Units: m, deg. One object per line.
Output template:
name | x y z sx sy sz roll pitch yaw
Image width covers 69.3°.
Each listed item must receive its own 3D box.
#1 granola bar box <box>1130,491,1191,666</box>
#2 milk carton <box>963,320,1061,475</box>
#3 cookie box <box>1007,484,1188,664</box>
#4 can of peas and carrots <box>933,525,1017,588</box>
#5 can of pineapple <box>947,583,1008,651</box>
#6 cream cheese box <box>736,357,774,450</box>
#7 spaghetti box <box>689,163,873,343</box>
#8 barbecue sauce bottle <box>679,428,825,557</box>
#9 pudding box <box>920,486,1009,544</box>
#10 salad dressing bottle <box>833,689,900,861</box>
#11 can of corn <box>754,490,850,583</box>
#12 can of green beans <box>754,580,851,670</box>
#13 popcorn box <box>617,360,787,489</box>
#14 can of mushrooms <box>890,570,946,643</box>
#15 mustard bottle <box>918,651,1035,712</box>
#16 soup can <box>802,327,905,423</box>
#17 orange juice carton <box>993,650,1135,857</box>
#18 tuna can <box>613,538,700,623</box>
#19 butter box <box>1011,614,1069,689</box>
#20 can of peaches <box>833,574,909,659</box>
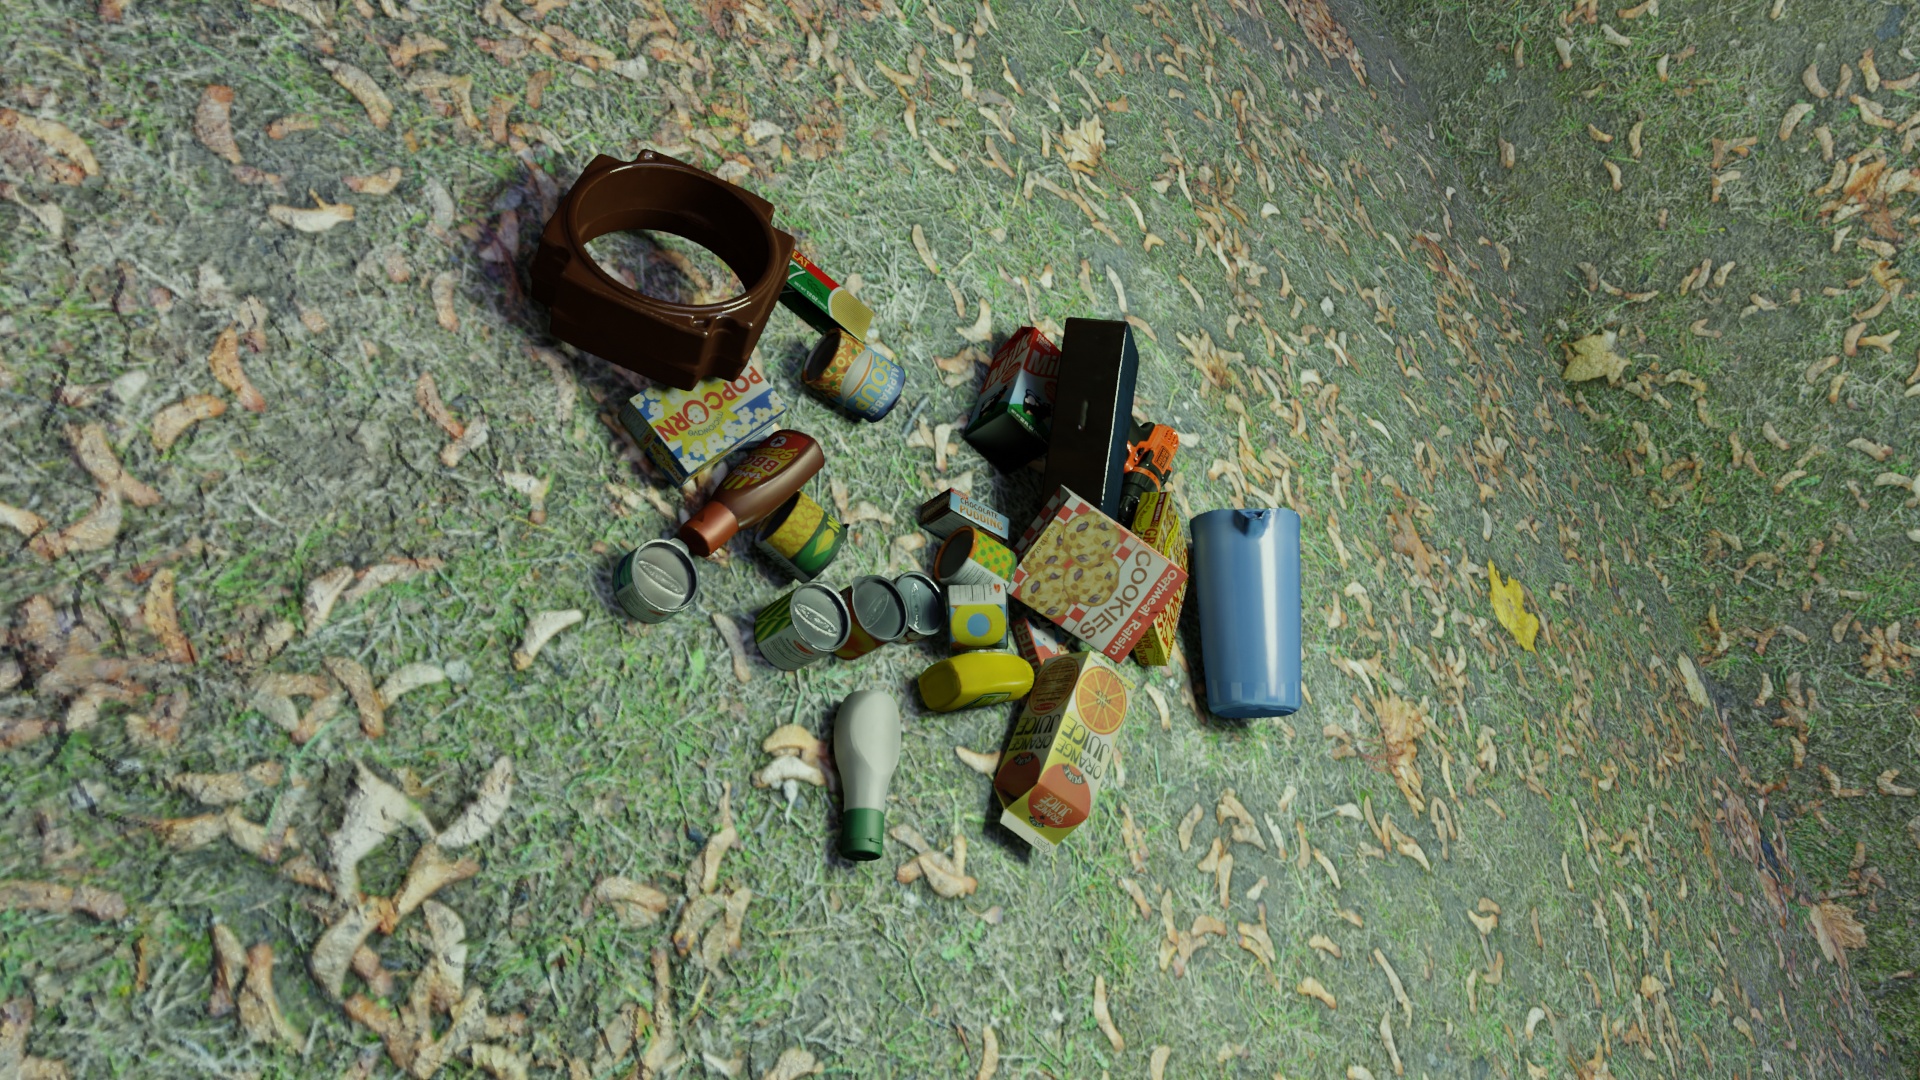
granola bar box | 0.224 0.043 1.605 0.166 0.039 0.123 -68 146 -42
milk carton | 0.075 -0.173 1.589 0.072 0.073 0.191 41 44 -22
cookie box | 0.138 0.038 1.461 0.167 0.123 0.040 33 8 -22
can of peas and carrots | 0.015 0.024 1.424 0.058 0.070 0.071 32 48 -28
can of pineapple | 0.017 0.078 1.377 0.058 0.070 0.071 -2 63 -2
cream cheese box | -0.214 -0.136 1.316 0.053 0.024 0.104 -5 71 -45
spaghetti box | -0.194 -0.285 1.419 0.250 0.028 0.050 37 45 -25
barbecue sauce bottle | -0.190 -0.043 1.255 0.149 0.065 0.043 -47 134 -35
pudding box | 0.005 -0.018 1.450 0.083 0.049 0.030 29 49 -30
salad dressing bottle | -0.085 0.208 1.237 0.064 0.044 0.148 25 53 -36
can of corn | -0.145 -0.006 1.277 0.058 0.071 0.071 41 44 -20
can of green beans | -0.141 0.077 1.242 0.071 0.057 0.071 23 53 -35
popcorn box | -0.230 -0.116 1.253 0.127 0.038 0.085 -40 92 -35
can of mushrooms | -0.051 0.065 1.359 0.071 0.033 0.071 23 54 -35
mustard bottle | 0.030 0.138 1.377 0.160 0.065 0.049 1 65 -50
soup can | -0.107 -0.166 1.406 0.083 0.071 0.072 29 50 -30
orange juice carton | 0.098 0.211 1.378 0.071 0.073 0.193 39 59 -24
tuna can | -0.256 0.032 1.172 0.071 0.032 0.071 23 53 -35
butter box | 0.093 0.129 1.473 0.053 0.024 0.103 -4 71 -47
can of peaches | -0.093 0.070 1.295 0.071 0.058 0.071 23 54 -35
